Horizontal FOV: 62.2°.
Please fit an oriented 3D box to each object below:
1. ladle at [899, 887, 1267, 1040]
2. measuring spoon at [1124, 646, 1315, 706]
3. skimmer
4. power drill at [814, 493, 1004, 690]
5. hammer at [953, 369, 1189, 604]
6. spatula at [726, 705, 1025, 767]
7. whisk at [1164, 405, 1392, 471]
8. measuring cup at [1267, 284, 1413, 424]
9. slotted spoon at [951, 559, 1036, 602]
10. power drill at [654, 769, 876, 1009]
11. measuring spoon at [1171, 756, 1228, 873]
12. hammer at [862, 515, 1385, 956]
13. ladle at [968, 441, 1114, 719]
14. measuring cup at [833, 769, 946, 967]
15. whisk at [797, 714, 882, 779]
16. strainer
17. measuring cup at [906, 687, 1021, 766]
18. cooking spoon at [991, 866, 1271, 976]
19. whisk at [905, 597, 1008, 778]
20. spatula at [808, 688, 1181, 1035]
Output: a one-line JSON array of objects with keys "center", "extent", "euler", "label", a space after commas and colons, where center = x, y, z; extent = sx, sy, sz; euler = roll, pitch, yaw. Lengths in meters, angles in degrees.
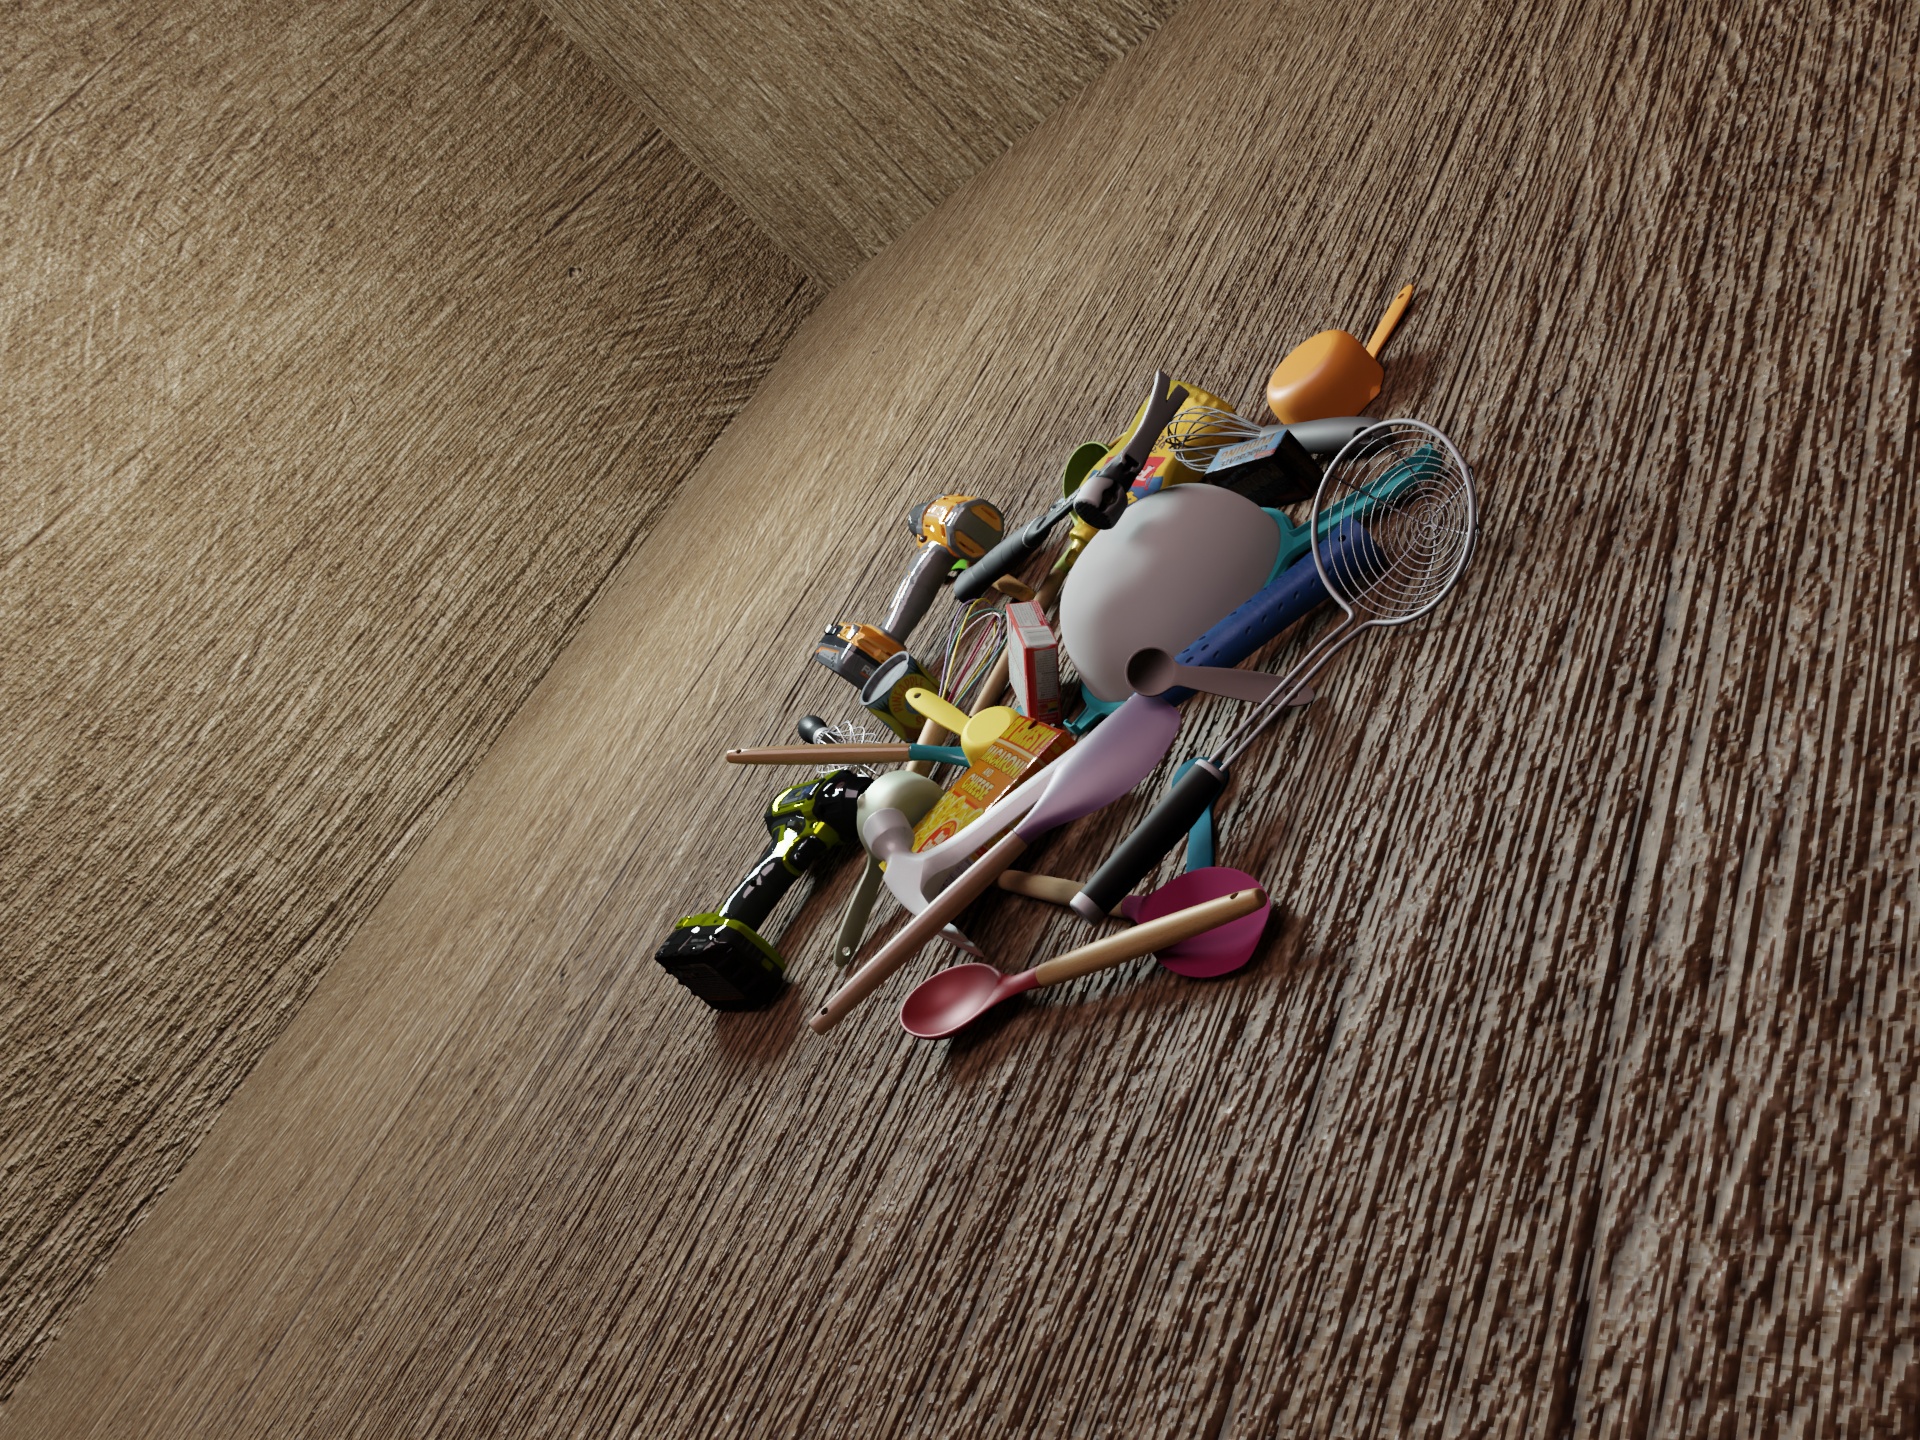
[{"center": [0.068, 0.150, 0.984], "extent": [0.315, 0.031, 0.069], "euler": [-29, 20, 45], "label": "ladle"}, {"center": [0.169, -0.023, 1.042], "extent": [0.018, 0.124, 0.034], "euler": [51, -129, -71], "label": "measuring spoon"}, {"center": [0.183, -0.028, 0.981], "extent": [0.363, 0.090, 0.127], "euler": [-47, 41, -7], "label": "skimmer"}, {"center": [-0.056, -0.136, 1.642], "extent": [0.226, 0.084, 0.185], "euler": [-56, 22, -2], "label": "power drill"}, {"center": [0.075, -0.174, 1.371], "extent": [0.149, 0.036, 0.409], "euler": [-57, 10, -20], "label": "hammer"}, {"center": [-0.068, 0.019, 1.379], "extent": [0.317, 0.044, 0.082], "euler": [-3, 43, 23], "label": "spatula"}, {"center": [0.248, -0.228, 1.270], "extent": [0.239, 0.055, 0.055], "euler": [11, 61, 54], "label": "whisk"}, {"center": [0.313, -0.307, 1.296], "extent": [0.174, 0.052, 0.095], "euler": [-56, 22, -15], "label": "measuring cup"}, {"center": [0.020, -0.154, 1.639], "extent": [0.070, 0.031, 0.314], "euler": [-48, 23, -1], "label": "slotted spoon"}, {"center": [-0.157, 0.140, 1.397], "extent": [0.171, 0.080, 0.223], "euler": [-17, 34, 55], "label": "power drill"}, {"center": [0.147, 0.065, 1.010], "extent": [0.042, 0.021, 0.129], "euler": [-35, 25, 30], "label": "measuring spoon"}, {"center": [0.117, 0.003, 1.086], "extent": [0.405, 0.035, 0.144], "euler": [-38, 43, 5], "label": "hammer"}, {"center": [0.071, -0.122, 1.443], "extent": [0.078, 0.062, 0.320], "euler": [-5, 49, 53], "label": "ladle"}, {"center": [-0.058, 0.122, 1.268], "extent": [0.038, 0.083, 0.167], "euler": [10, 76, 54], "label": "measuring cup"}, {"center": [-0.129, 0.024, 1.580], "extent": [0.070, 0.070, 0.285], "euler": [-50, 16, -5], "label": "whisk"}, {"center": [0.188, -0.135, 1.180], "extent": [0.340, 0.095, 0.211], "euler": [-31, 26, 40], "label": "strainer"}, {"center": [-0.002, -0.004, 1.321], "extent": [0.062, 0.029, 0.157], "euler": [-42, 42, -16], "label": "measuring cup"}, {"center": [0.096, 0.117, 1.023], "extent": [0.319, 0.017, 0.069], "euler": [2, 63, 63], "label": "cooking spoon"}, {"center": [-0.009, -0.012, 1.434], "extent": [0.047, 0.051, 0.245], "euler": [94, -164, -58], "label": "whisk"}, {"center": [0.022, 0.096, 1.040], "extent": [0.316, 0.018, 0.060], "euler": [-42, 46, -1], "label": "spatula"}]
